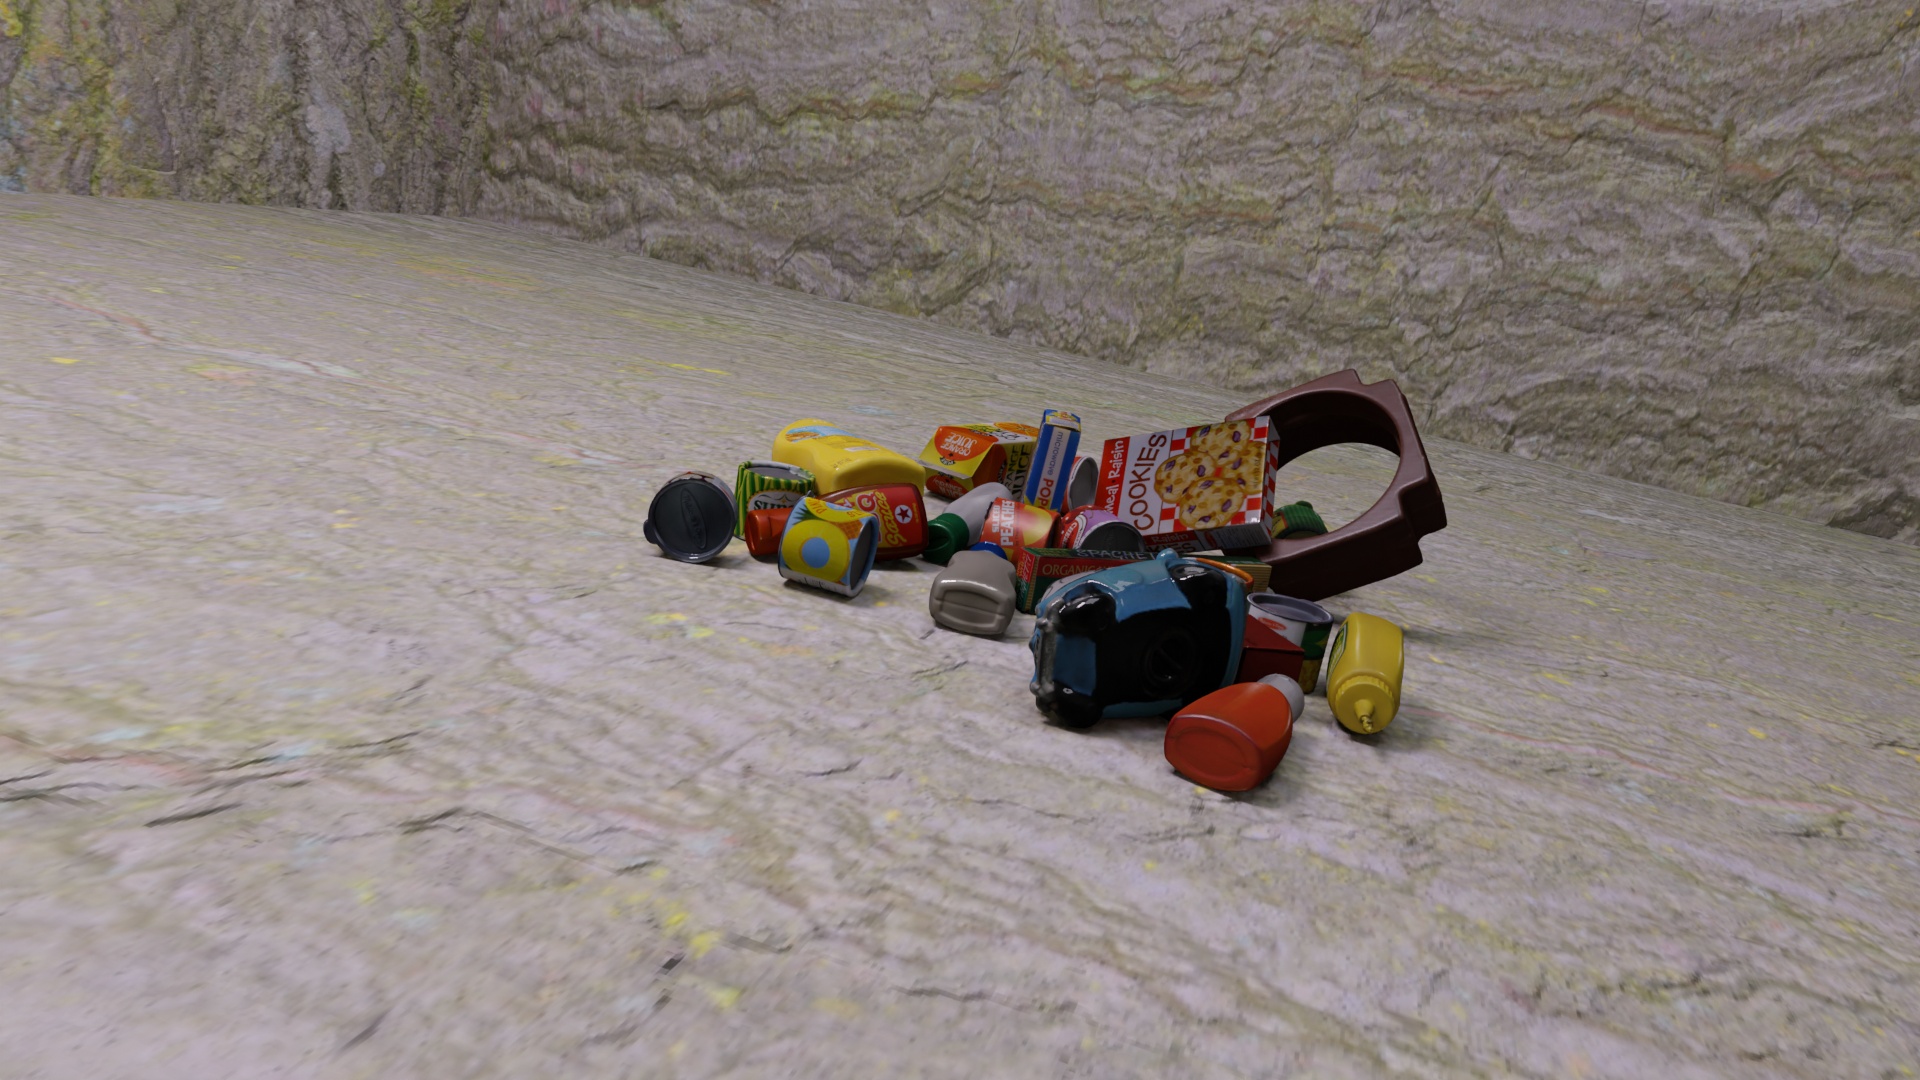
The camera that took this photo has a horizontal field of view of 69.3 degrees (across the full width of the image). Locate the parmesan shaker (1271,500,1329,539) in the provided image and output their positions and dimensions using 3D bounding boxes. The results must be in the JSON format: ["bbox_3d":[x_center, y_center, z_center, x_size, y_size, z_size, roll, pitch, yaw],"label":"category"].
[{"bbox_3d":[0.341,0.003,1.398,0.071,0.071,0.103,13,14,5],"label":"parmesan shaker"}]

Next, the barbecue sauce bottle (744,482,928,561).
[{"bbox_3d":[-0.102,-0.012,1.142,0.149,0.065,0.043,-5,-13,-28],"label":"barbecue sauce bottle"}]

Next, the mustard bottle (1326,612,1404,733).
[{"bbox_3d":[0.291,0.101,1.000,0.049,0.065,0.161,18,19,10],"label":"mustard bottle"}]

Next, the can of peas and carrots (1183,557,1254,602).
[{"bbox_3d":[0.202,0.052,1.128,0.071,0.058,0.071,10,14,-3],"label":"can of peas and carrots"}]

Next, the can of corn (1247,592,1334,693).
[{"bbox_3d":[0.247,0.078,1.062,0.071,0.058,0.071,11,14,-3],"label":"can of corn"}]

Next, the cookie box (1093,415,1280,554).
[{"bbox_3d":[0.208,-0.046,1.297,0.167,0.123,0.040,-7,-38,28],"label":"cookie box"}]

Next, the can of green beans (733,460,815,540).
[{"bbox_3d":[-0.159,-0.032,1.173,0.071,0.057,0.071,11,14,-3],"label":"can of green beans"}]

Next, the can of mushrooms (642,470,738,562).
[{"bbox_3d":[-0.208,-0.019,1.071,0.071,0.071,0.033,10,14,-6],"label":"can of mushrooms"}]

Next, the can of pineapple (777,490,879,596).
[{"bbox_3d":[-0.100,0.003,1.061,0.058,0.070,0.071,15,14,12],"label":"can of pineapple"}]

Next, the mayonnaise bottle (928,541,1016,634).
[{"bbox_3d":[0.015,0.034,1.091,0.065,0.041,0.148,14,13,3],"label":"mayonnaise bottle"}]

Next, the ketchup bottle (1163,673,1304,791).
[{"bbox_3d":[0.184,0.117,0.889,0.065,0.043,0.149,19,16,25],"label":"ketchup bottle"}]

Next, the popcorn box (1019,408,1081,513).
[{"bbox_3d":[0.081,-0.056,1.317,0.038,0.126,0.085,14,14,0],"label":"popcorn box"}]

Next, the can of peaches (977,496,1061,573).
[{"bbox_3d":[0.050,0.000,1.189,0.058,0.071,0.071,15,14,13],"label":"can of peaches"}]

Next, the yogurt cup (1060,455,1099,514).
[{"bbox_3d":[0.111,-0.060,1.485,0.054,0.072,0.072,10,11,30],"label":"yogurt cup"}]

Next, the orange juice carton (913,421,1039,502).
[{"bbox_3d":[0.030,-0.081,1.483,0.072,0.072,0.193,20,17,32],"label":"orange juice carton"}]

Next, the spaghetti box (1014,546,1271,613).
[{"bbox_3d":[0.156,0.036,1.170,0.250,0.050,0.029,3,14,-30],"label":"spaghetti box"}]

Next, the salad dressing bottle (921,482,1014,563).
[{"bbox_3d":[0.004,-0.016,1.256,0.064,0.044,0.148,-18,7,25],"label":"salad dressing bottle"}]

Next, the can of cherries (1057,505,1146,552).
[{"bbox_3d":[0.119,0.006,1.222,0.071,0.071,0.058,6,15,-21],"label":"can of cherries"}]
